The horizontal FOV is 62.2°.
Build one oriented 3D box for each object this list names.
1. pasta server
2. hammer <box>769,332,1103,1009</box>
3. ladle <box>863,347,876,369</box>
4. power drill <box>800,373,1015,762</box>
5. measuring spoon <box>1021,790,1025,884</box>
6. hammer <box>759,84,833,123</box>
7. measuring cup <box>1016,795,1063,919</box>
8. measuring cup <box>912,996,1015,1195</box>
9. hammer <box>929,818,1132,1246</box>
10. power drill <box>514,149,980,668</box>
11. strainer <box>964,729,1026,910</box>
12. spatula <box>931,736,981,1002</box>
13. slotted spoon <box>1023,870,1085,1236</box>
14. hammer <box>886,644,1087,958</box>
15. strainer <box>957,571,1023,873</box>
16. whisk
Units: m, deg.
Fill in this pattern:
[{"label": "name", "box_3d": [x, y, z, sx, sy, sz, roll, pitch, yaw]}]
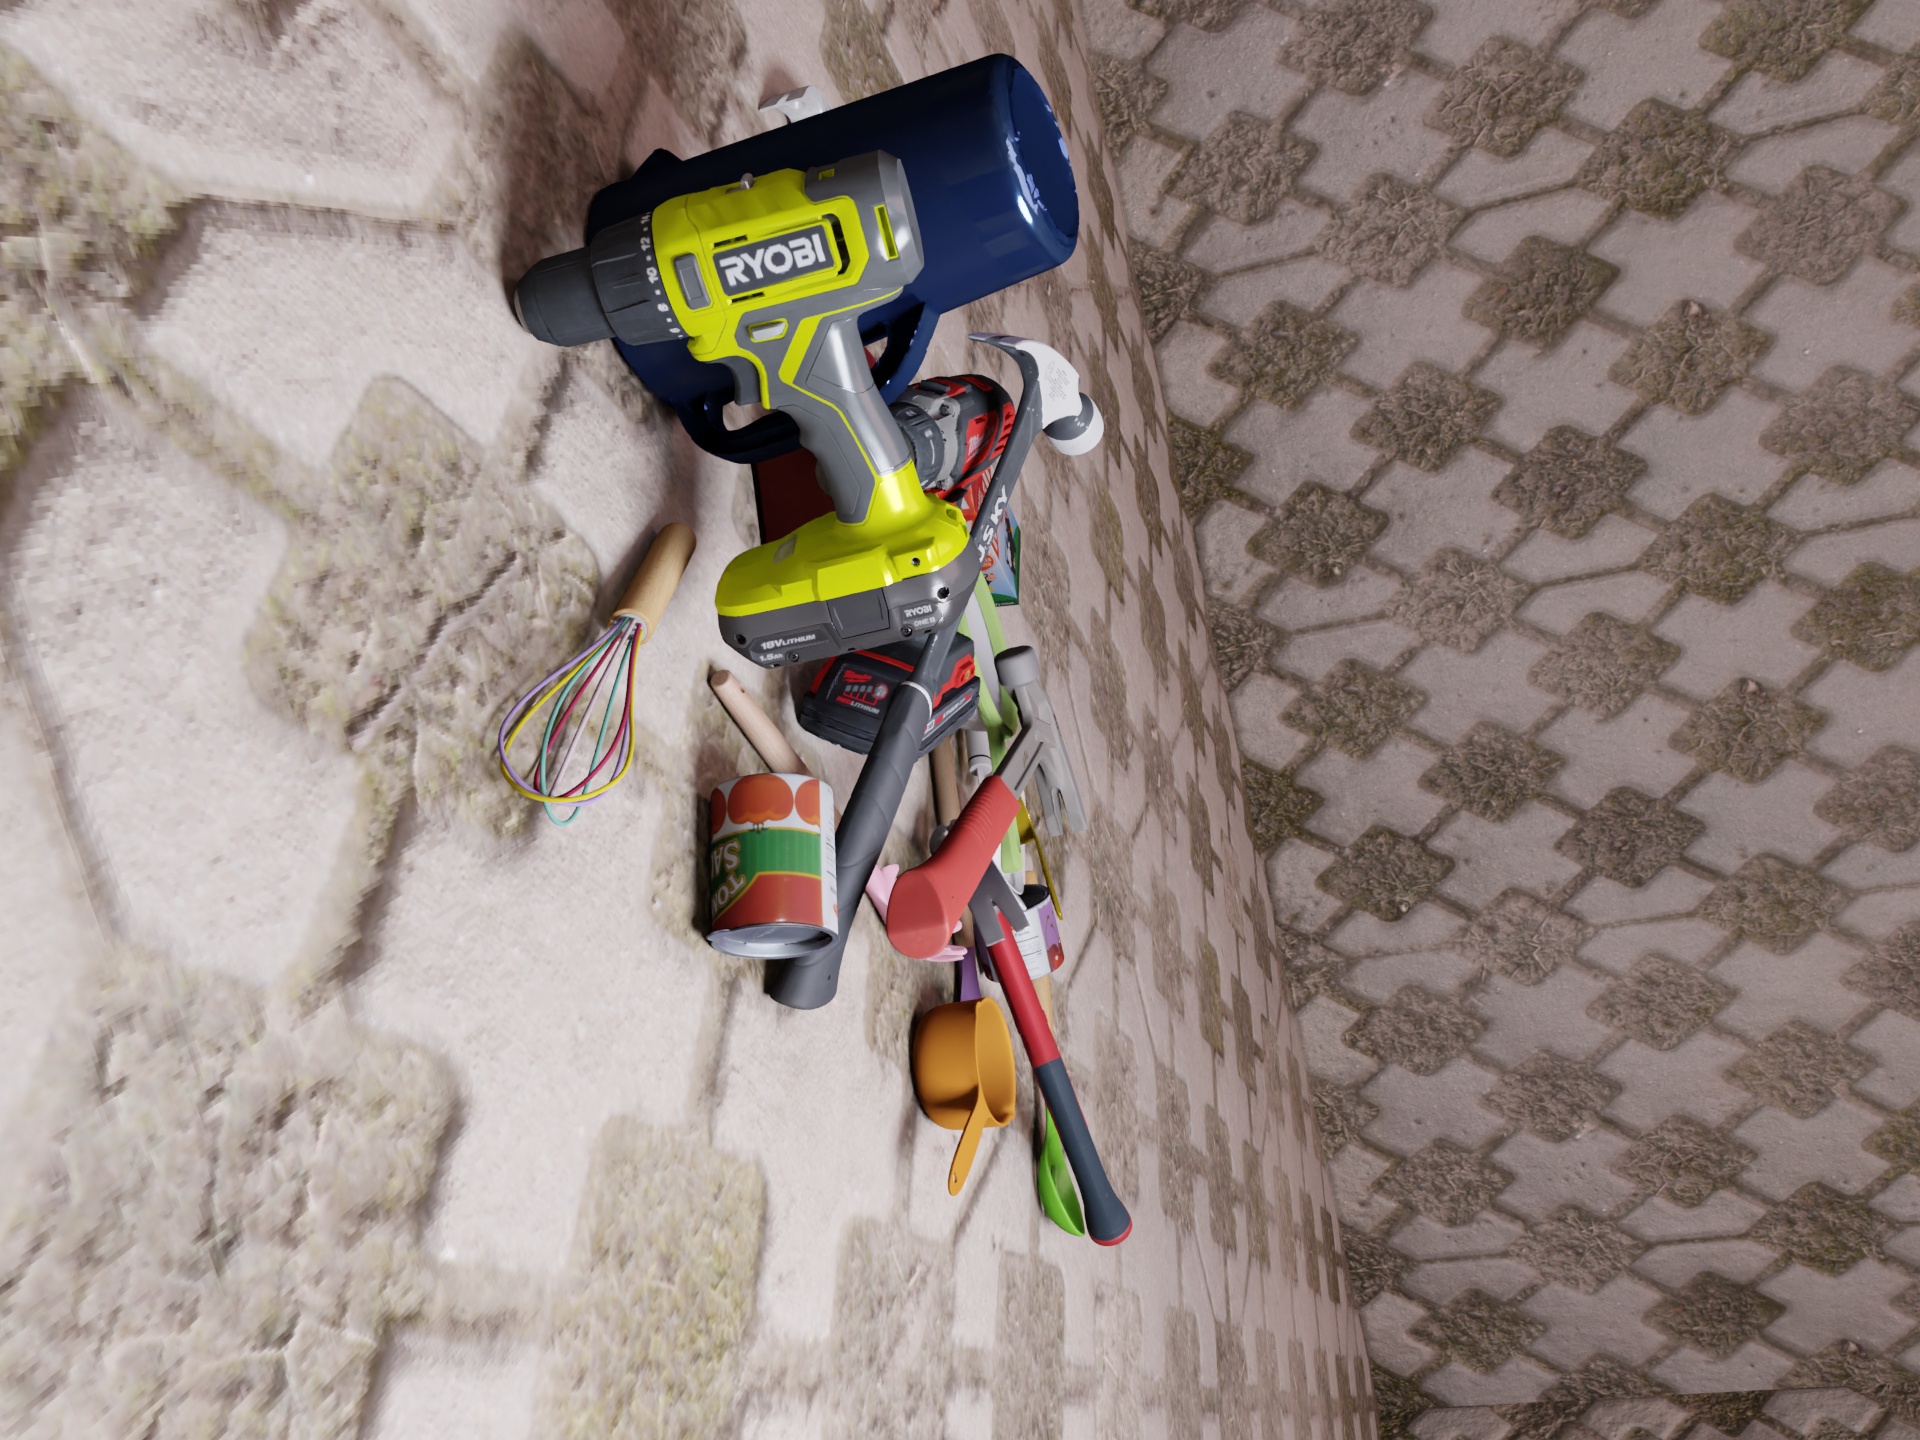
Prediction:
[{"label": "pasta server", "box_3d": [-0.070, 0.066, 0.990, 0.315, 0.040, 0.060, 59, 14, -47]}, {"label": "hammer", "box_3d": [-0.019, -0.030, 0.908, 0.409, 0.036, 0.149, -69, 155, -8]}, {"label": "ladle", "box_3d": [-0.055, -0.237, 1.185, 0.315, 0.031, 0.069, -51, 138, -81]}, {"label": "power drill", "box_3d": [-0.038, -0.090, 0.958, 0.188, 0.080, 0.226, -38, 142, -58]}, {"label": "measuring spoon", "box_3d": [0.046, 0.115, 1.394, 0.034, 0.018, 0.124, 27, 60, -70]}, {"label": "hammer", "box_3d": [-0.102, -0.313, 1.129, 0.128, 0.033, 0.331, 51, 32, -59]}, {"label": "measuring cup", "box_3d": [0.053, 0.111, 1.316, 0.157, 0.029, 0.062, -108, 176, -48]}, {"label": "measuring cup", "box_3d": [-0.008, 0.255, 1.056, 0.174, 0.052, 0.095, -63, 140, -61]}, {"label": "hammer", "box_3d": [0.068, 0.260, 1.179, 0.143, 0.038, 0.386, -124, -168, -62]}, {"label": "power drill", "box_3d": [-0.095, -0.146, 0.781, 0.080, 0.190, 0.228, -89, 165, -61]}, {"label": "strainer", "box_3d": [0.015, 0.045, 1.286, 0.086, 0.050, 0.259, 50, 27, -50]}, {"label": "spatula", "box_3d": [-0.001, 0.147, 1.204, 0.059, 0.018, 0.316, 21, 60, -68]}, {"label": "slotted spoon", "box_3d": [0.072, 0.277, 1.350, 0.070, 0.031, 0.314, 50, 32, -59]}, {"label": "hammer", "box_3d": [0.021, 0.069, 1.026, 0.359, 0.037, 0.149, -54, 129, -67]}, {"label": "strainer", "box_3d": [-0.002, -0.004, 1.186, 0.151, 0.069, 0.257, 51, 28, -64]}, {"label": "whisk", "box_3d": [-0.158, -0.031, 0.752, 0.245, 0.047, 0.051, -81, 153, -57]}]
